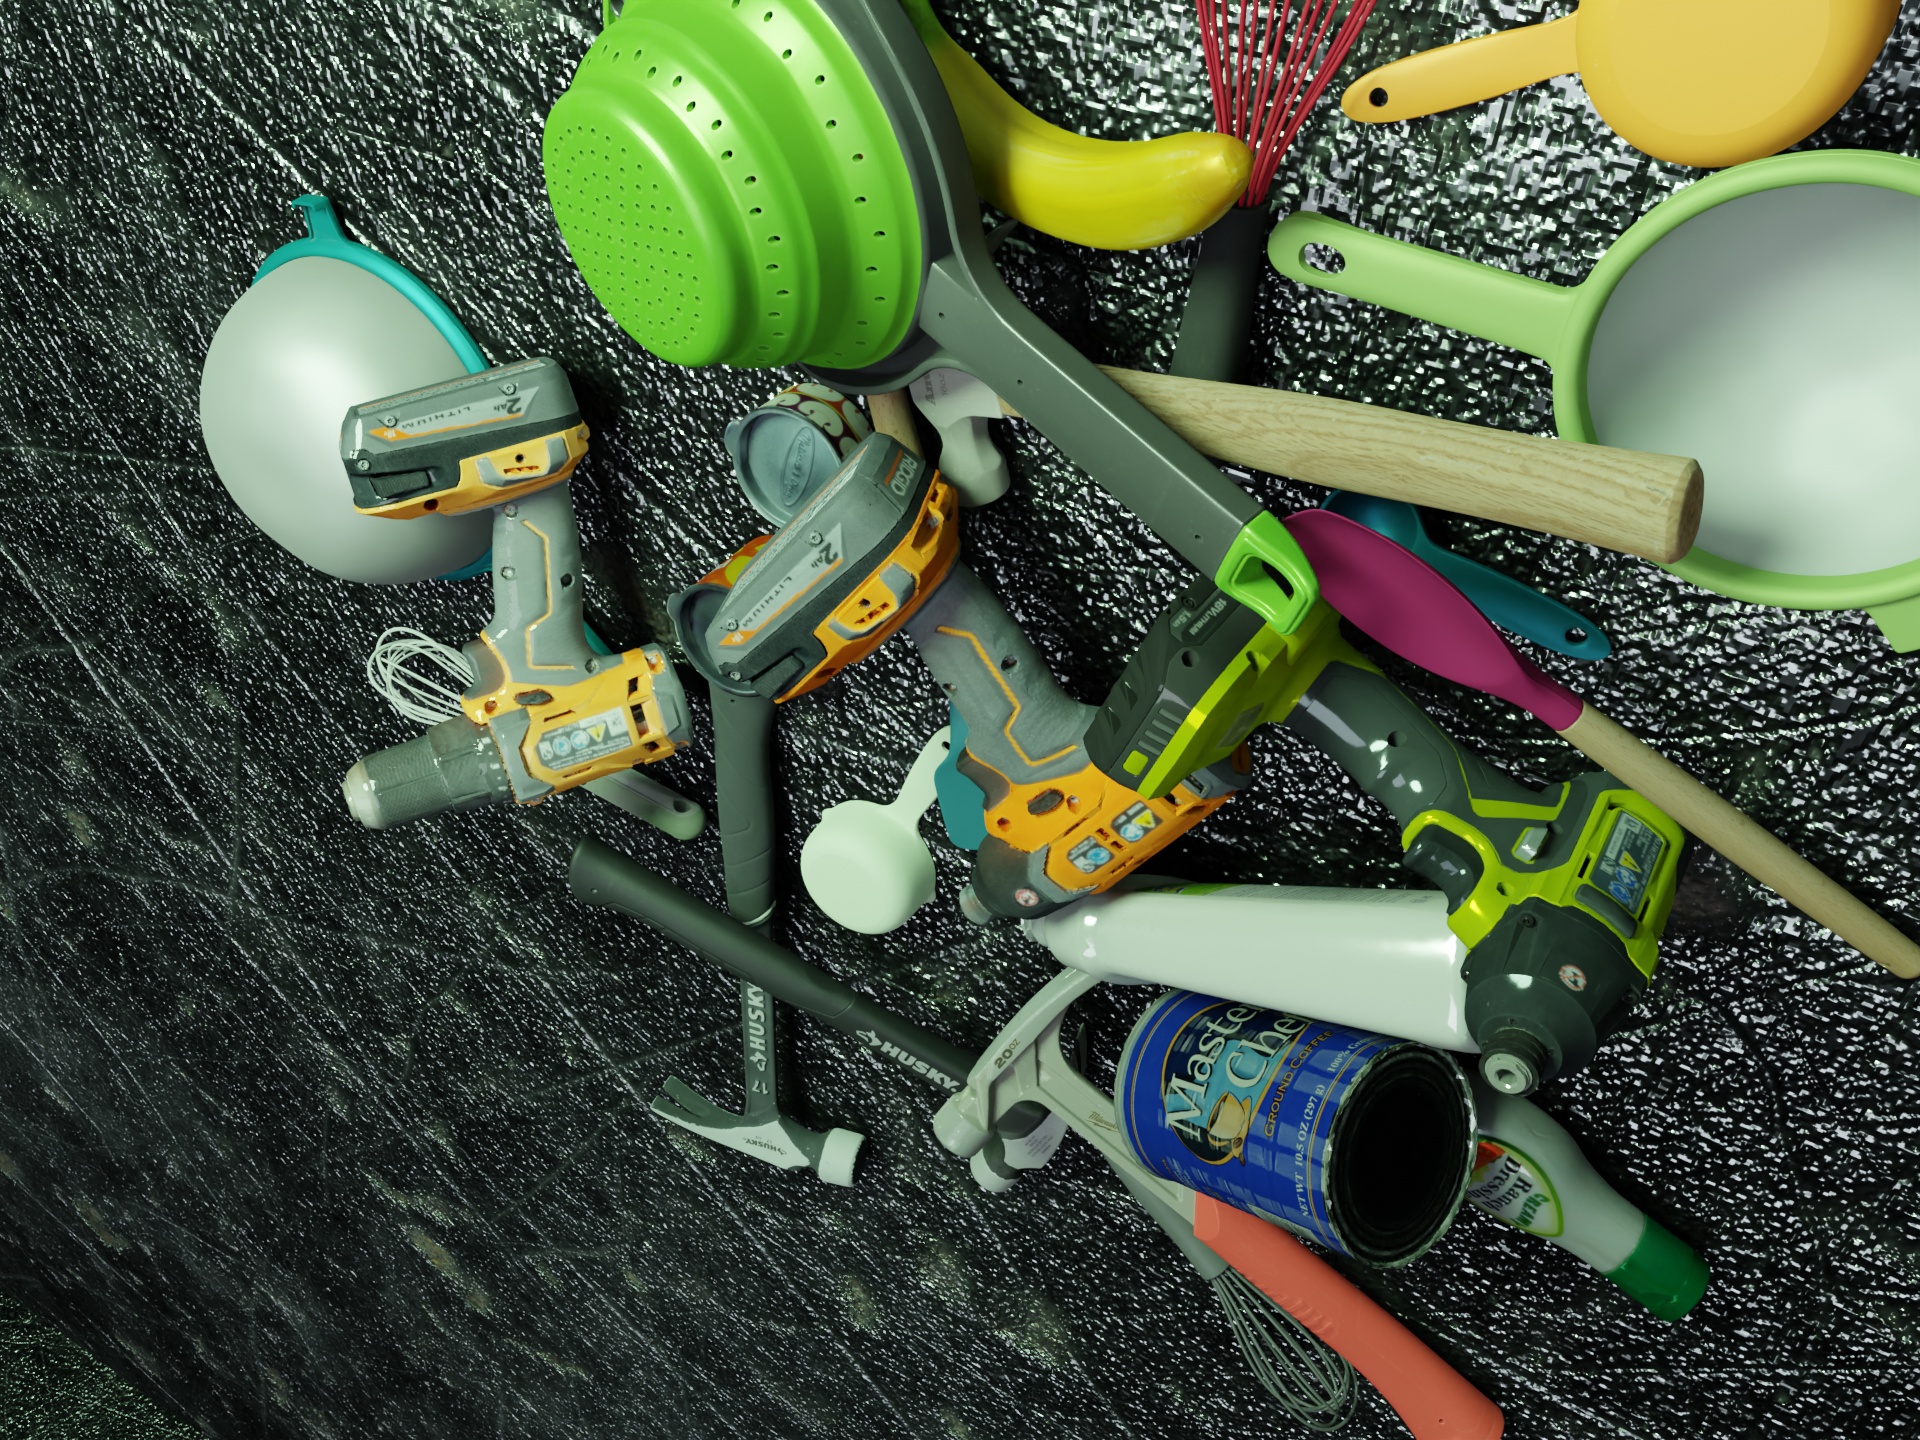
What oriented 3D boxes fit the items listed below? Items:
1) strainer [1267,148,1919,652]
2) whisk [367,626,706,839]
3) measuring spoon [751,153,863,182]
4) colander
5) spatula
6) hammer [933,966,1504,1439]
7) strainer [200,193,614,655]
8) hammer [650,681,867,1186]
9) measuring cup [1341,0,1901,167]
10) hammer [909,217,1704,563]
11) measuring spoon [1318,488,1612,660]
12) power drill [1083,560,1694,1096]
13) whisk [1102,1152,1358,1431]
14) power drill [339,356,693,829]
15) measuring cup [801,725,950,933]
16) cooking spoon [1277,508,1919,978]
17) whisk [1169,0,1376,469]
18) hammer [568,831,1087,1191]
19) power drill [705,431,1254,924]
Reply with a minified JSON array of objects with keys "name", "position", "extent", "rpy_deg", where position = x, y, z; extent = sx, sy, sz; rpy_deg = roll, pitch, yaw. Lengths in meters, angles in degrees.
[{"name":"strainer","position":[0.231,-0.135,0.528],"extent":[0.256,0.069,0.151],"rpy_deg":[25,137,24]},{"name":"whisk","position":[-0.265,0.010,0.993],"extent":[0.246,0.058,0.059],"rpy_deg":[27,124,9]},{"name":"measuring spoon","position":[-0.073,-0.244,0.699],"extent":[0.117,0.011,0.021],"rpy_deg":[2,123,30]},{"name":"colander","position":[-0.038,-0.152,0.603],"extent":[0.397,0.094,0.204],"rpy_deg":[44,151,15]},{"name":"spatula","position":[-0.008,-0.067,0.770],"extent":[0.082,0.044,0.317],"rpy_deg":[-6,112,23]},{"name":"hammer","position":[0.165,0.280,0.877],"extent":[0.359,0.037,0.149],"rpy_deg":[40,104,-5]},{"name":"strainer","position":[-0.314,-0.108,0.903],"extent":[0.340,0.095,0.211],"rpy_deg":[49,135,-4]},{"name":"hammer","position":[-0.131,0.131,0.984],"extent":[0.149,0.036,0.408],"rpy_deg":[11,126,13]},{"name":"measuring cup","position":[0.197,-0.211,0.503],"extent":[0.174,0.052,0.095],"rpy_deg":[-3,120,34]},{"name":"hammer","position":[0.105,-0.113,0.597],"extent":[0.331,0.031,0.129],"rpy_deg":[20,141,37]},{"name":"measuring spoon","position":[0.204,-0.061,0.639],"extent":[0.128,0.021,0.042],"rpy_deg":[28,133,2]},{"name":"power drill","position":[0.168,0.032,0.622],"extent":[0.223,0.171,0.080],"rpy_deg":[38,134,10]},{"name":"whisk","position":[0.152,0.316,0.930],"extent":[0.239,0.055,0.055],"rpy_deg":[52,135,-2]},{"name":"power drill","position":[-0.257,-0.058,0.837],"extent":[0.084,0.185,0.226],"rpy_deg":[-144,37,-63]},{"name":"measuring cup","position":[-0.039,0.061,0.875],"extent":[0.083,0.038,0.167],"rpy_deg":[38,137,5]},{"name":"cooking spoon","position":[0.249,0.012,0.601],"extent":[0.318,0.017,0.069],"rpy_deg":[34,166,-11]},{"name":"whisk","position":[0.105,-0.206,0.571],"extent":[0.073,0.073,0.295],"rpy_deg":[24,138,18]},{"name":"hammer","position":[-0.080,0.160,0.937],"extent":[0.334,0.035,0.146],"rpy_deg":[30,132,-3]},{"name":"power drill","position":[-0.001,-0.002,0.726],"extent":[0.226,0.084,0.164],"rpy_deg":[40,120,-15]}]
